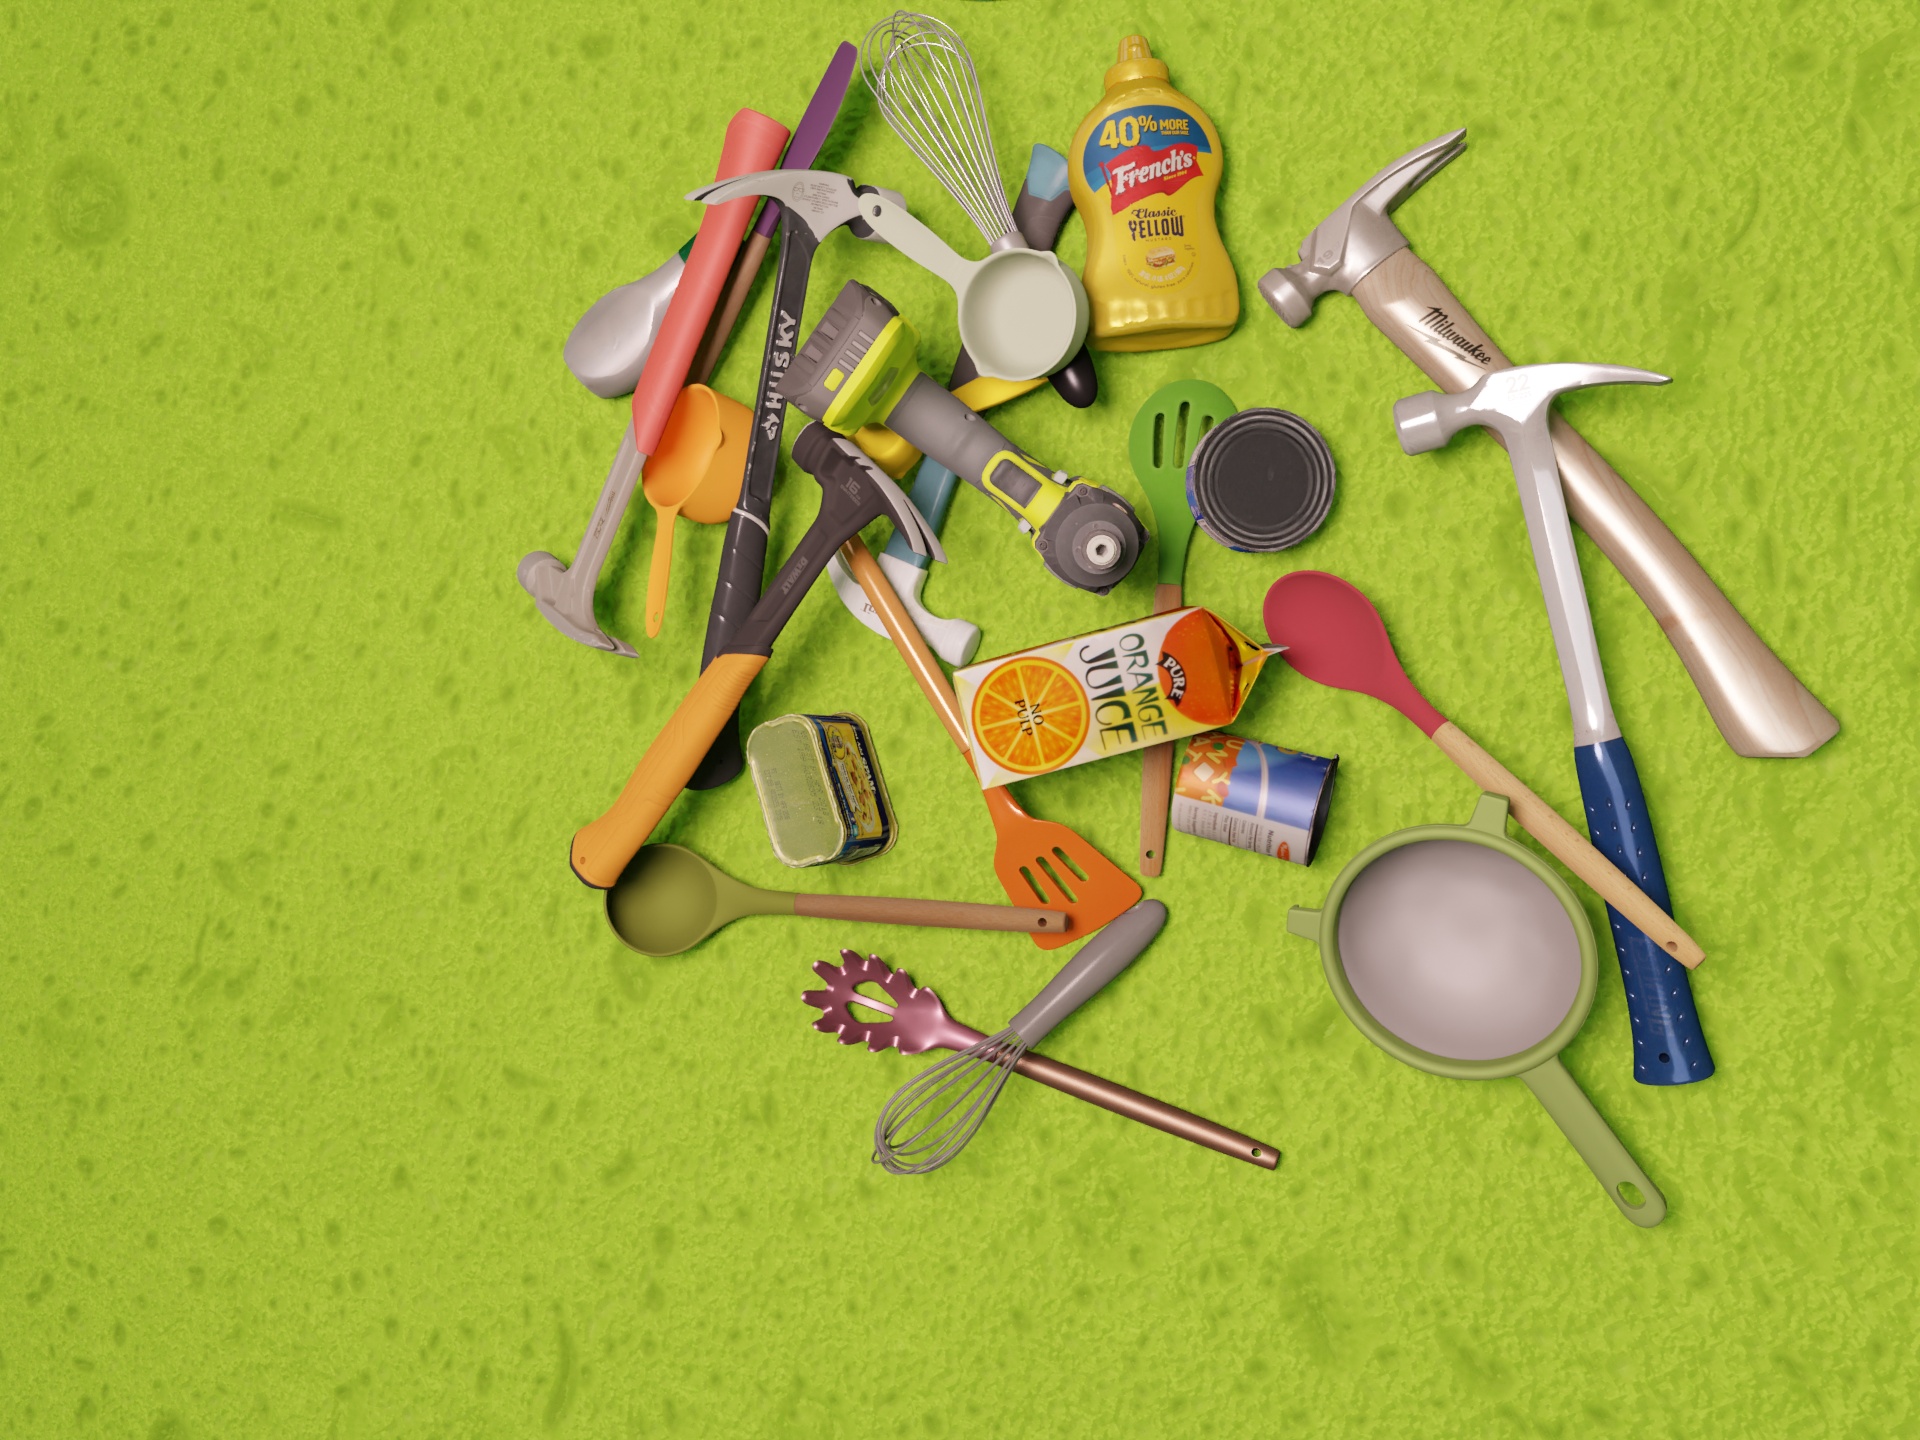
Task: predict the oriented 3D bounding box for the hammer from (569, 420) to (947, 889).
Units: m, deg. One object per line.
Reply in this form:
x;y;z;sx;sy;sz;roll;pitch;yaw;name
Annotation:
-0.143;-0.018;0.996;0.127;0.034;0.337;48;110;30;hammer

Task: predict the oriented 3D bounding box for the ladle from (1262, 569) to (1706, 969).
0.290;0.022;0.898;0.316;0.031;0.069;48;135;28;ladle

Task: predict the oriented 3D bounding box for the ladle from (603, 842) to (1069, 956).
-0.087;0.124;1.037;0.320;0.062;0.078;1;94;21;ladle

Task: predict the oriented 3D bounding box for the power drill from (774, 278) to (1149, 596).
0.008;-0.156;0.923;0.223;0.171;0.080;35;99;-7;power drill

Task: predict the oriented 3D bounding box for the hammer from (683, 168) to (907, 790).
-0.136;-0.148;1.029;0.036;0.149;0.409;27;111;43;hammer

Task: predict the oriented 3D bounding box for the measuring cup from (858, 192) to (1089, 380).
0.007;-0.269;0.958;0.168;0.038;0.083;40;116;16;measuring cup

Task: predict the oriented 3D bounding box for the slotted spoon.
0.131;-0.059;0.992;0.070;0.031;0.314;4;91;14;slotted spoon

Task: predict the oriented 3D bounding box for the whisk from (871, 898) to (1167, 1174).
0.038;0.193;0.980;0.239;0.055;0.055;-42;76;-6;whisk

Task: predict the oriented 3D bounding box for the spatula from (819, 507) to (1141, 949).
-0.002;-0.003;1.015;0.081;0.041;0.323;-34;82;21;spatula

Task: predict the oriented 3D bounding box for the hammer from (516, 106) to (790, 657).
-0.192;-0.223;1.047;0.149;0.036;0.359;33;102;47;hammer

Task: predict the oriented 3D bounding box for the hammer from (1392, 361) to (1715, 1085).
0.357;0.000;0.880;0.144;0.035;0.405;-13;91;27;hammer

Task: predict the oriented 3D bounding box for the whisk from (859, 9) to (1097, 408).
0.019;-0.320;0.992;0.070;0.070;0.285;-28;83;16;whisk

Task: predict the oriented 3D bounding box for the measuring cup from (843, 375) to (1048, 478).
-0.007;-0.203;1.007;0.156;0.029;0.062;-21;83;15;measuring cup

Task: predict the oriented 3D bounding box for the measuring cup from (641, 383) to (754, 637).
-0.175;-0.135;1.068;0.095;0.052;0.174;0;80;46;measuring cup

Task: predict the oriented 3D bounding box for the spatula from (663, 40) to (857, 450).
-0.143;-0.302;1.067;0.316;0.018;0.060;-59;32;20;spatula

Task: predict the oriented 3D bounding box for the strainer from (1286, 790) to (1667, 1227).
0.317;0.165;0.900;0.151;0.069;0.256;-39;85;31;strainer

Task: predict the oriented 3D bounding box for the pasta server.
0.048;0.220;1.006;0.316;0.040;0.060;18;80;18;pasta server

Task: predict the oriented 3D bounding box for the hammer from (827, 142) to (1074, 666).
0.007;-0.210;1.036;0.128;0.033;0.331;23;96;17;hammer

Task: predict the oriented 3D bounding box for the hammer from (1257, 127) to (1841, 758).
0.355;-0.152;0.913;0.146;0.038;0.411;-40;77;12;hammer
